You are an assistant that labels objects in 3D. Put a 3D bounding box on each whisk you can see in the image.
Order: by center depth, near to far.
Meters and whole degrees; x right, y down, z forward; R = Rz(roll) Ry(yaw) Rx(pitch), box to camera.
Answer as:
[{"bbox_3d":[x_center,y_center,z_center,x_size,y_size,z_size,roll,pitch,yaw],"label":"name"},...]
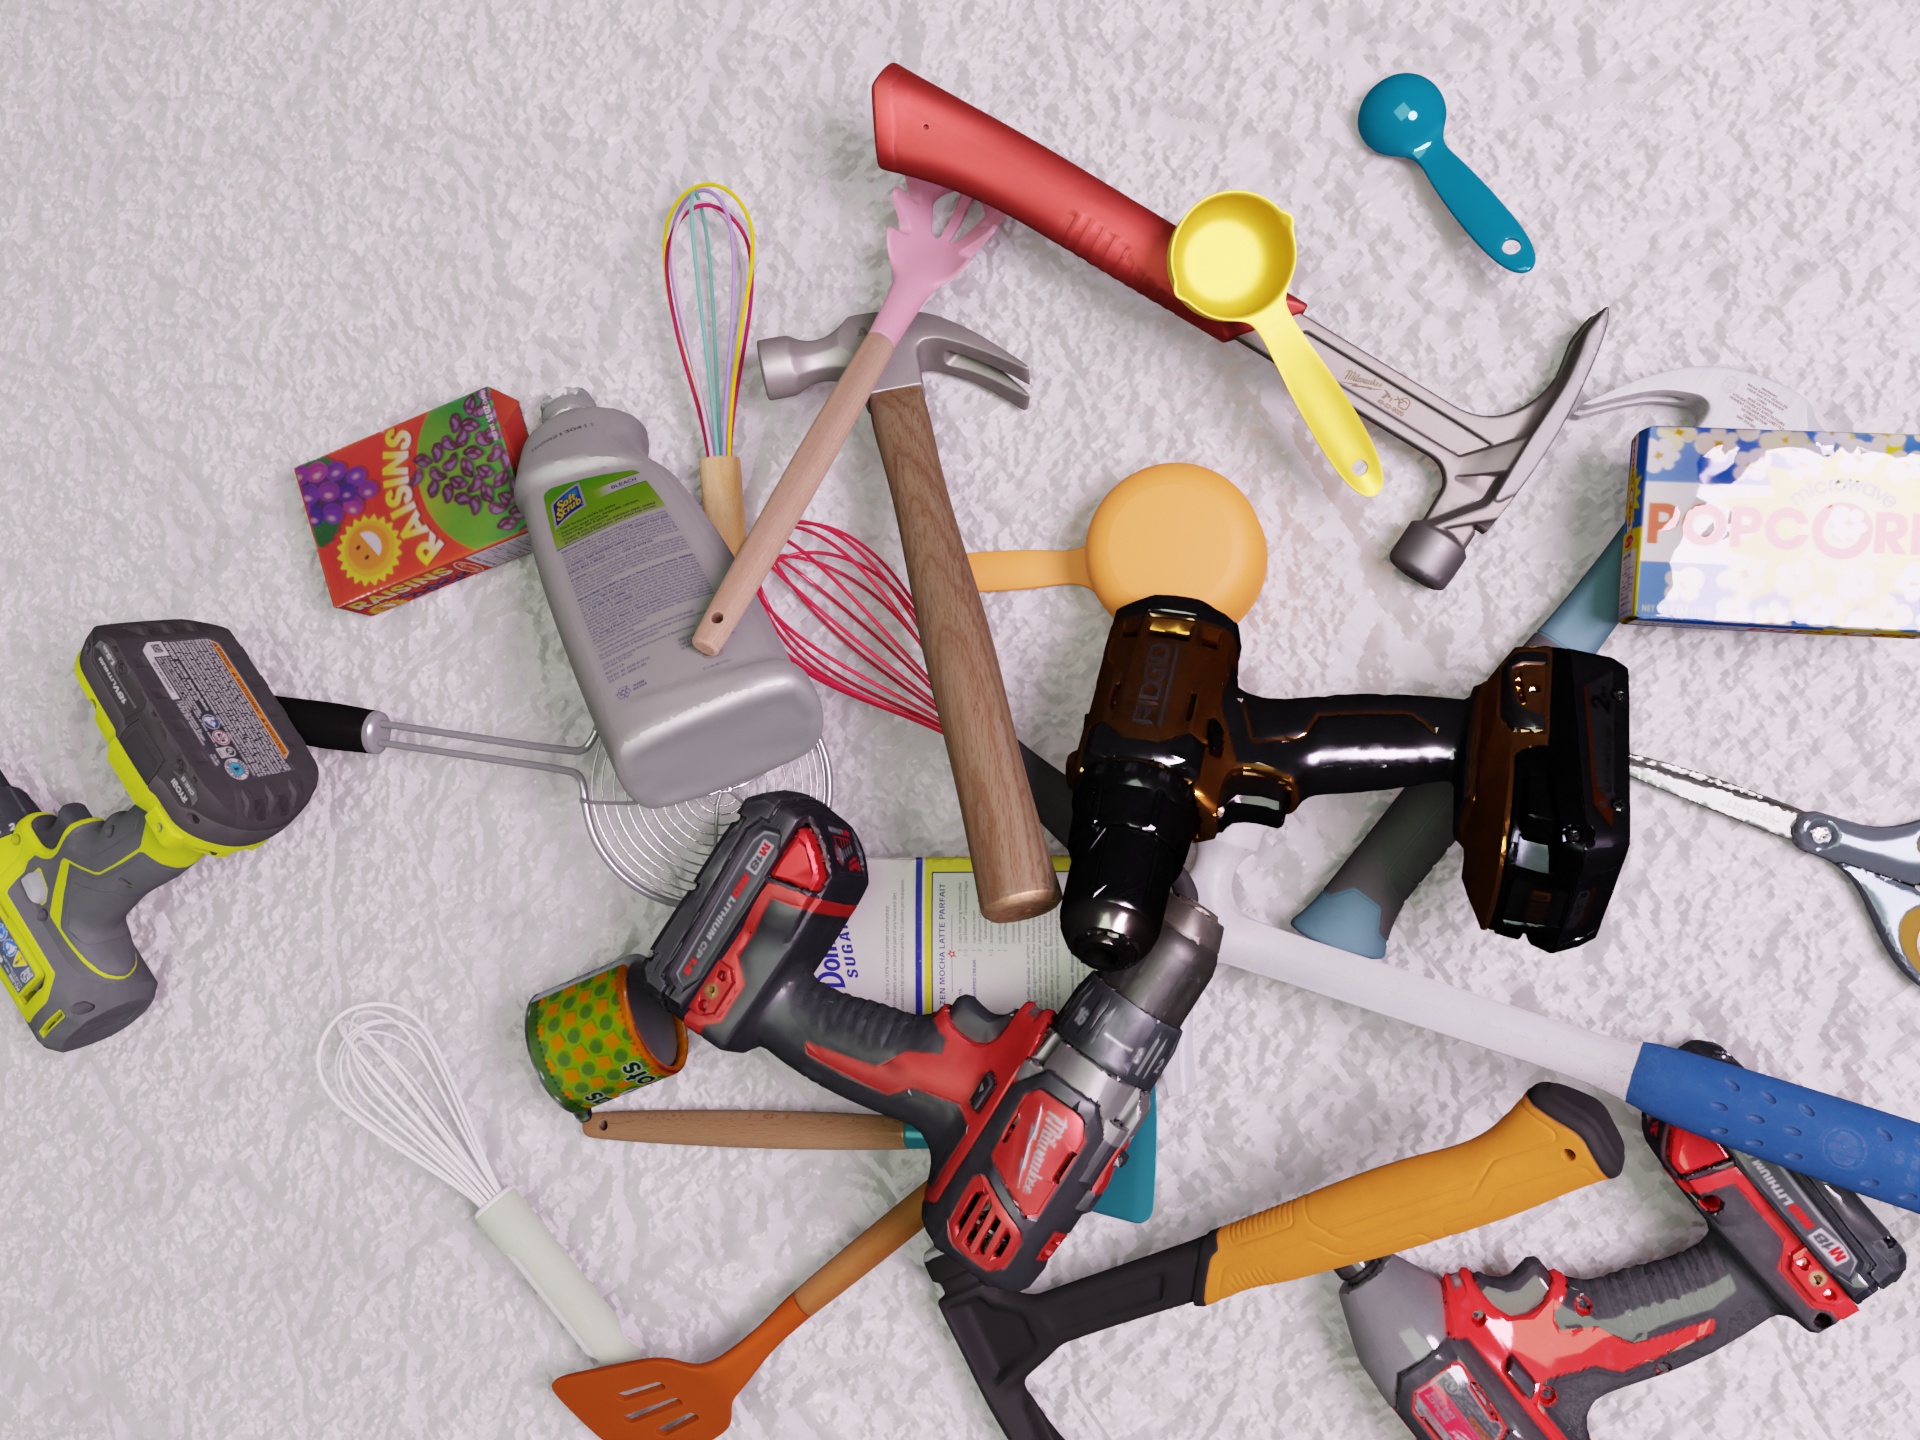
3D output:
[{"bbox_3d":[-0.001,-0.002,0.773,0.296,0.073,0.073,41,96,18],"label":"whisk"},{"bbox_3d":[-0.125,-0.159,0.831,0.047,0.051,0.245,-5,91,-11],"label":"whisk"},{"bbox_3d":[-0.252,0.250,0.841,0.059,0.057,0.246,-39,83,-22],"label":"whisk"}]

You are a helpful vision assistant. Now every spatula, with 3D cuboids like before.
[{"bbox_3d":[-0.053,0.200,0.785,0.317,0.044,0.082,-5,72,20],"label":"spatula"},{"bbox_3d":[-0.062,0.273,0.802,0.322,0.041,0.081,-39,108,2],"label":"spatula"}]

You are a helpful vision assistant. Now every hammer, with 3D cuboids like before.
[{"bbox_3d":[0.269,0.149,0.665,0.406,0.035,0.144,16,89,28],"label":"hammer"},{"bbox_3d":[0.134,0.243,0.704,0.337,0.034,0.127,-32,81,31],"label":"hammer"},{"bbox_3d":[0.273,-0.021,0.742,0.128,0.033,0.331,38,96,11],"label":"hammer"},{"bbox_3d":[-0.006,-0.063,0.745,0.130,0.031,0.332,-12,63,-4],"label":"hammer"},{"bbox_3d":[0.118,-0.216,0.756,0.359,0.037,0.149,32,95,2],"label":"hammer"}]

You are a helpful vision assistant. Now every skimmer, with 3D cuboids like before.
[{"bbox_3d":[-0.248,0.018,0.858,0.363,0.090,0.127,7,85,23],"label":"skimmer"}]

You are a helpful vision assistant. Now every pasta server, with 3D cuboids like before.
[{"bbox_3d":[-0.050,-0.166,0.761,0.060,0.040,0.316,23,67,7],"label":"pasta server"}]

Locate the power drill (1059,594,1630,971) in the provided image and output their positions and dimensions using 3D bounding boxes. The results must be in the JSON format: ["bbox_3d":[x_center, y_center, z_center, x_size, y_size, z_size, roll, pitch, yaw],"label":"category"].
[{"bbox_3d":[0.156,0.036,0.671,0.226,0.084,0.185,8,50,14],"label":"power drill"}]

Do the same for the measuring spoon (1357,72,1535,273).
[{"bbox_3d":[0.232,-0.262,0.752,0.042,0.021,0.129,-32,67,7],"label":"measuring spoon"}]

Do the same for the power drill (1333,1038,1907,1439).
[{"bbox_3d":[0.281,0.248,0.709,0.219,0.078,0.143,-41,80,11],"label":"power drill"}]

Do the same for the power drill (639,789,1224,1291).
[{"bbox_3d":[-0.010,0.118,0.721,0.227,0.080,0.188,33,91,18],"label":"power drill"}]

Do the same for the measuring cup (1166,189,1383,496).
[{"bbox_3d":[0.149,-0.170,0.731,0.062,0.029,0.156,-33,102,5],"label":"measuring cup"}]

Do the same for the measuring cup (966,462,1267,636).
[{"bbox_3d":[0.063,-0.079,0.780,0.173,0.052,0.095,-3,87,10],"label":"measuring cup"}]

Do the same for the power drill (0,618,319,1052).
[{"bbox_3d":[-0.472,0.047,0.867,0.228,0.080,0.190,-39,81,23],"label":"power drill"}]
